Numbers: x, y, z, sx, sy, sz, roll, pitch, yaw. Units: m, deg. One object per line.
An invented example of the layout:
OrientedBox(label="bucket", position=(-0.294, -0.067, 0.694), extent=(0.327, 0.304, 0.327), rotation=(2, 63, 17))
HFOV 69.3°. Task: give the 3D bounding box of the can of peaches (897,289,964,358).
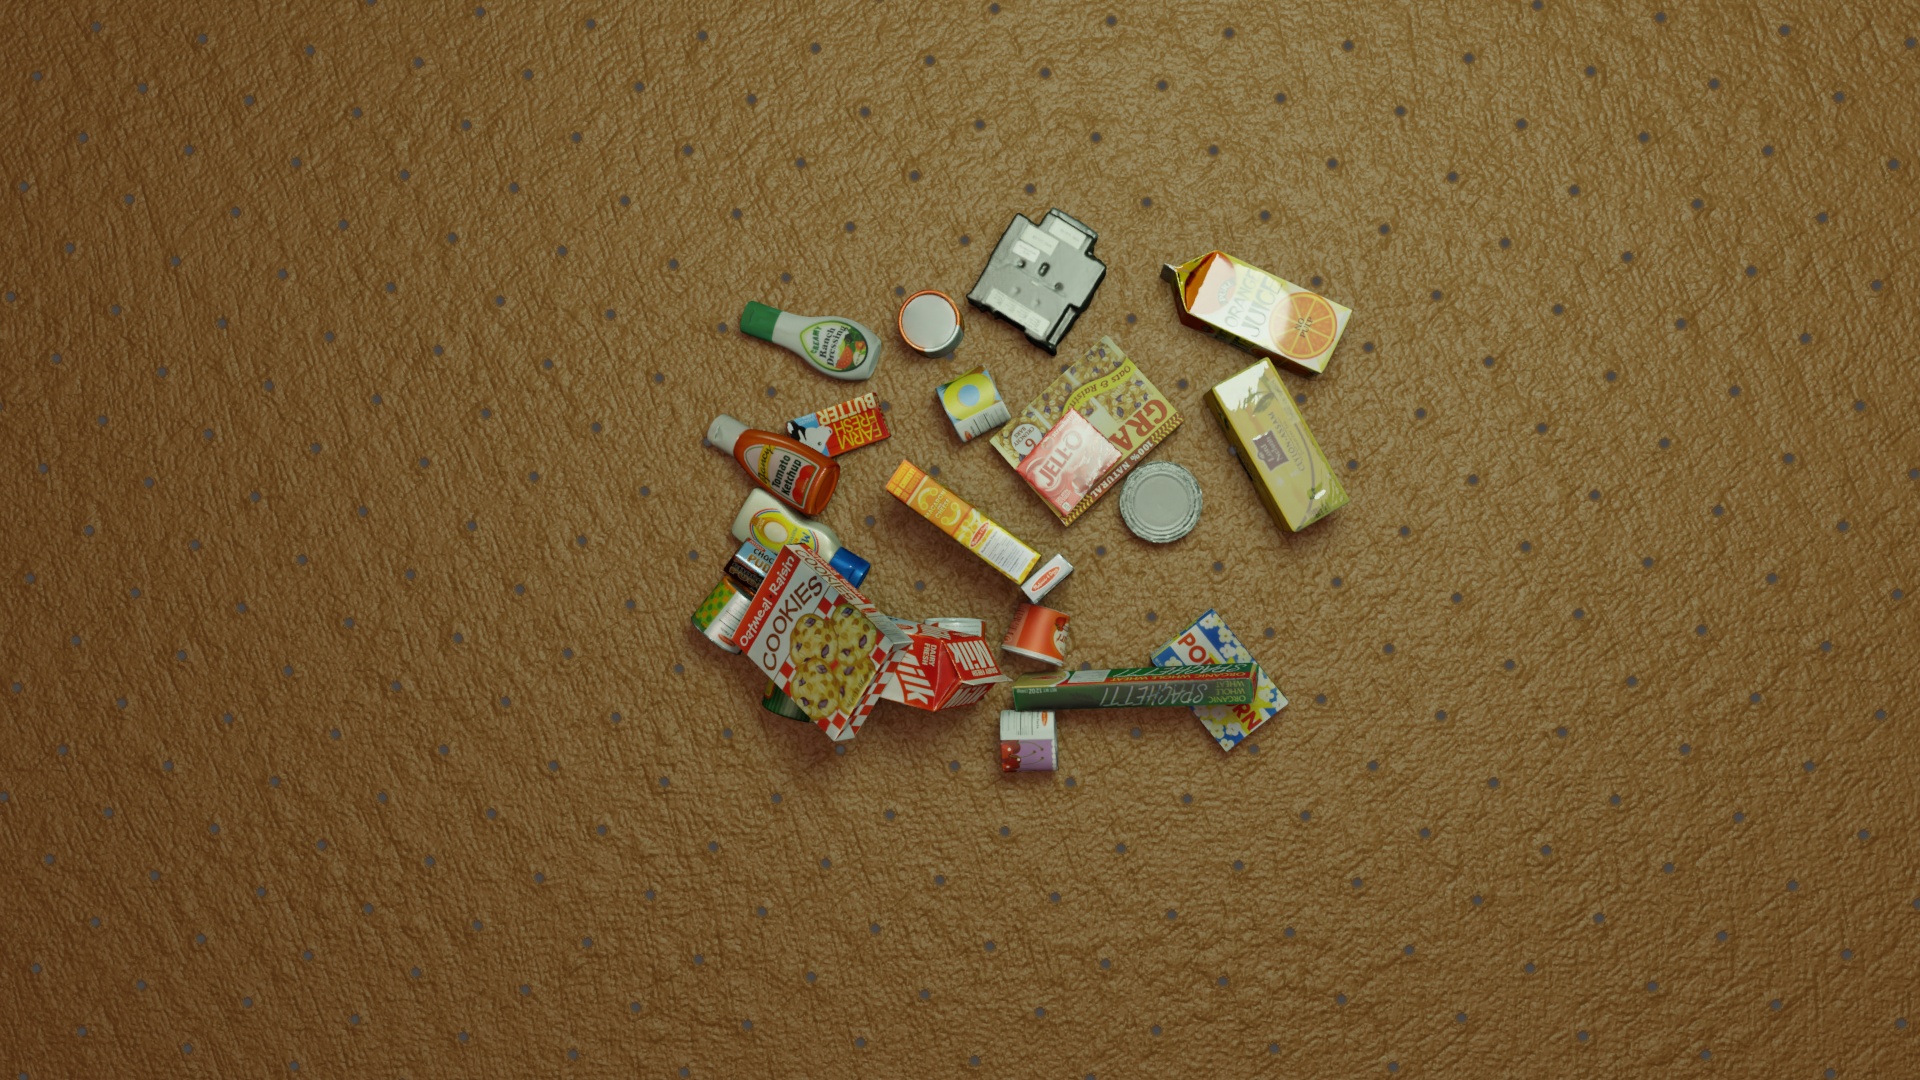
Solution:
OrientedBox(label="can of peaches", position=(-0.032, -0.230, 1.465), extent=(0.071, 0.058, 0.071), rotation=(0, 91, 4))

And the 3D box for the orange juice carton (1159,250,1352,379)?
OrientedBox(label="orange juice carton", position=(0.295, -0.240, 1.435), extent=(0.193, 0.072, 0.073), rotation=(25, 92, 3))

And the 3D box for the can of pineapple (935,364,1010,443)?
OrientedBox(label="can of pineapple", position=(0.013, -0.145, 1.458), extent=(0.058, 0.071, 0.071), rotation=(-27, 89, 4))

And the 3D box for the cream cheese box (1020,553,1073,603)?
OrientedBox(label="cream cheese box", position=(0.091, 0.039, 1.435), extent=(0.053, 0.104, 0.024), rotation=(-41, 86, 3))

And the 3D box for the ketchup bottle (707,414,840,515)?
OrientedBox(label="ketchup bottle", position=(-0.200, -0.086, 1.469), extent=(0.149, 0.043, 0.064), rotation=(30, 107, 20))

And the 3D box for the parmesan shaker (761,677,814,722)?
OrientedBox(label="parmesan shaker", position=(-0.166, 0.134, 1.469), extent=(0.071, 0.071, 0.103), rotation=(18, 92, 4))

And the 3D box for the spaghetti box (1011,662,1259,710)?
OrientedBox(label="spaghetti box", position=(0.179, 0.151, 1.426), extent=(0.250, 0.050, 0.028), rotation=(-4, 102, 18))

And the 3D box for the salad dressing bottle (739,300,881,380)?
OrientedBox(label="salad dressing bottle", position=(-0.160, -0.216, 1.481), extent=(0.148, 0.044, 0.064), rotation=(19, 93, 4))

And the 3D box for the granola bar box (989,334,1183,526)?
OrientedBox(label="granola bar box", position=(0.132, -0.115, 1.463), extent=(0.165, 0.039, 0.124), rotation=(-42, 88, 3))

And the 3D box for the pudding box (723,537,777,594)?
OrientedBox(label="pudding box", position=(-0.205, 0.038, 1.473), extent=(0.083, 0.049, 0.030), rotation=(37, 56, -8))

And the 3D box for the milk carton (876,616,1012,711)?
OrientedBox(label="milk carton", position=(-0.045, 0.124, 1.402), extent=(0.190, 0.072, 0.073), rotation=(10, 95, 35))

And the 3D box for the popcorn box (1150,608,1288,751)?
OrientedBox(label="popcorn box", position=(0.270, 0.145, 1.455), extent=(0.085, 0.038, 0.126), rotation=(-39, 88, 4))

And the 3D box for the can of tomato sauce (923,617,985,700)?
OrientedBox(label="can of tomato sauce", position=(-0.008, 0.125, 1.463), extent=(0.071, 0.071, 0.083), rotation=(1, 90, 4))

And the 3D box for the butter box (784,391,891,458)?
OrientedBox(label="butter box", position=(-0.131, -0.119, 1.489), extent=(0.103, 0.024, 0.053), rotation=(-19, 90, 4))

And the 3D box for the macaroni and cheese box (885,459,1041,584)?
OrientedBox(label="macaroni and cheese box", position=(0.005, -0.018, 1.430), extent=(0.166, 0.124, 0.040), rotation=(35, 92, 3))

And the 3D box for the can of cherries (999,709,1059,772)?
OrientedBox(label="can of cherries", position=(0.072, 0.212, 1.457), extent=(0.058, 0.071, 0.071), rotation=(-4, 90, 4))

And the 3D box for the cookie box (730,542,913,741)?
OrientedBox(label="cookie box", position=(-0.141, 0.100, 1.396), extent=(0.168, 0.040, 0.122), rotation=(40, 109, 26))

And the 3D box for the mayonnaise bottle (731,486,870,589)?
OrientedBox(label="mayonnaise bottle", position=(-0.168, 0.003, 1.483), extent=(0.148, 0.041, 0.064), rotation=(30, 99, 4))

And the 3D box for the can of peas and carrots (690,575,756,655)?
OrientedBox(label="can of peas and carrots", position=(-0.244, 0.078, 1.479), extent=(0.071, 0.071, 0.058), rotation=(39, 93, 3))

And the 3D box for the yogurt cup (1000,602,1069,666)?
OrientedBox(label="yogurt cup", position=(0.082, 0.097, 1.457), extent=(0.072, 0.072, 0.054), rotation=(16, 84, 4))
